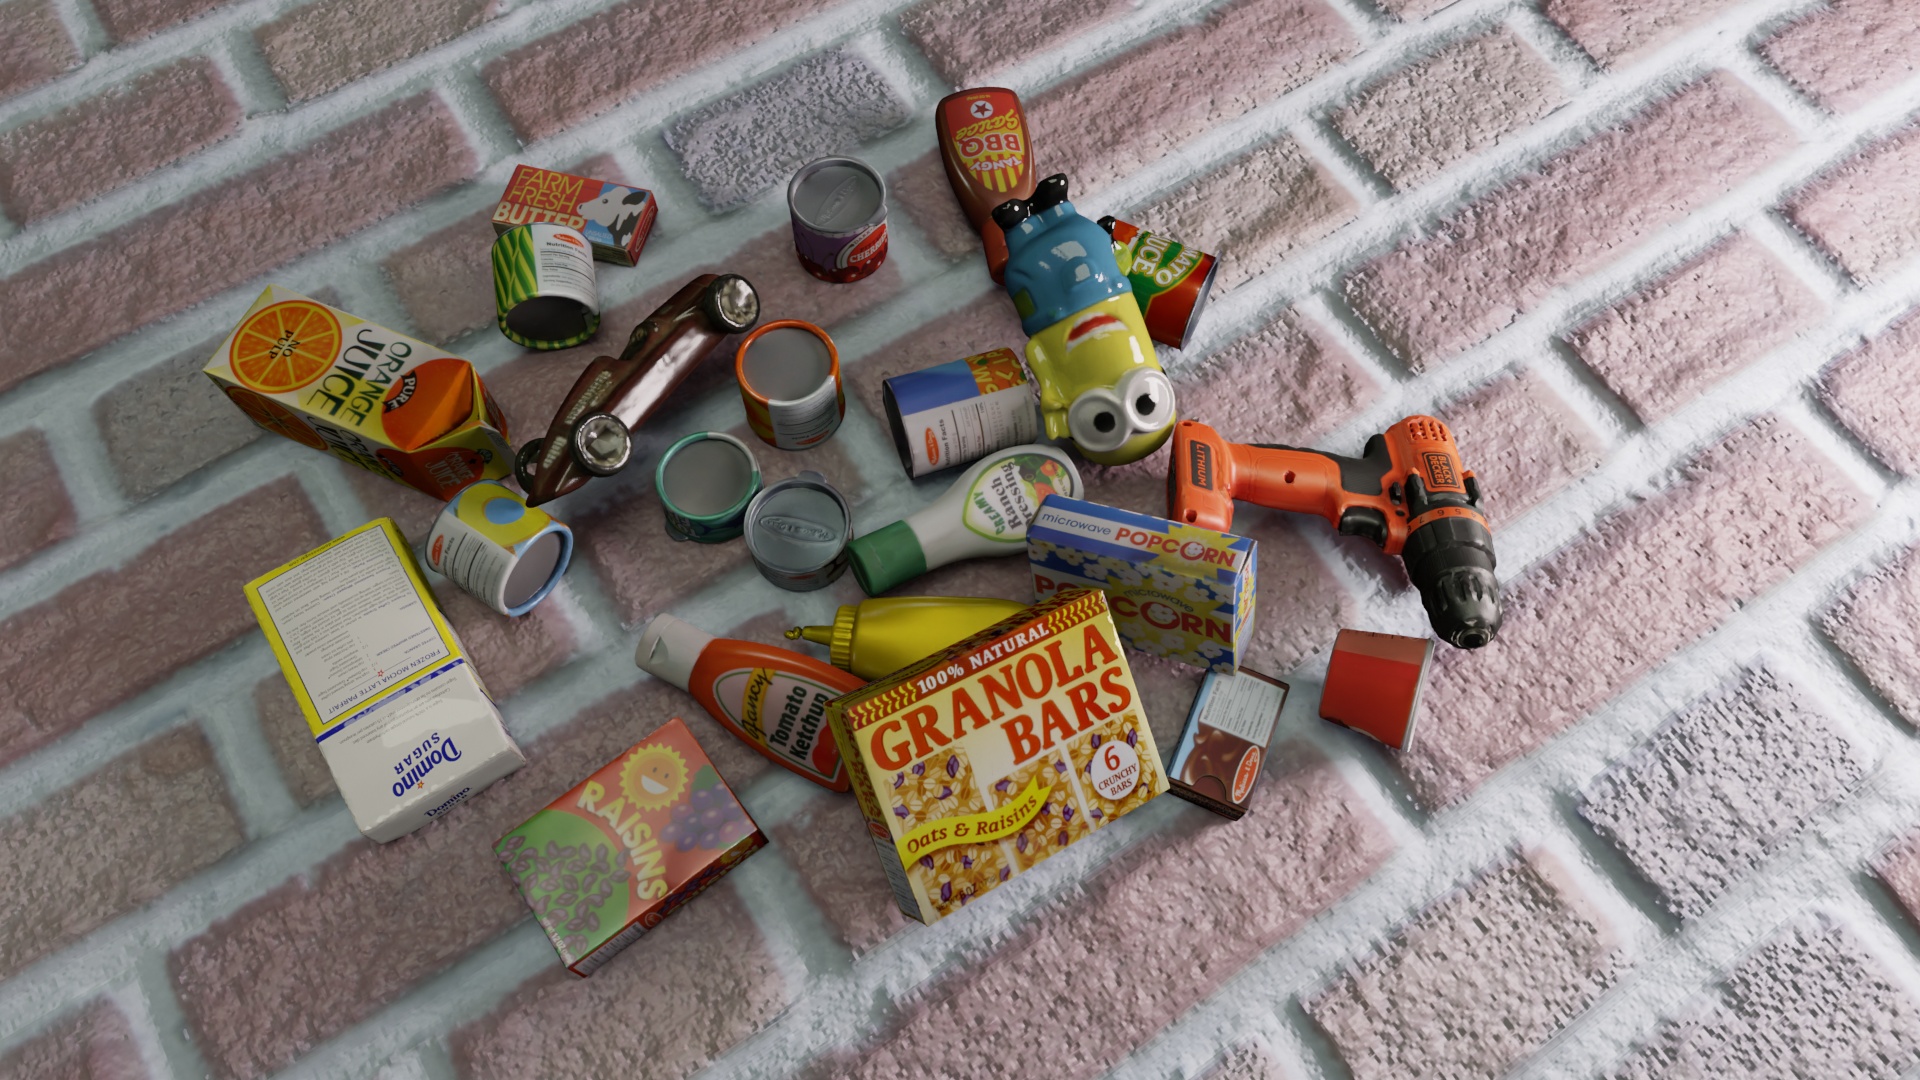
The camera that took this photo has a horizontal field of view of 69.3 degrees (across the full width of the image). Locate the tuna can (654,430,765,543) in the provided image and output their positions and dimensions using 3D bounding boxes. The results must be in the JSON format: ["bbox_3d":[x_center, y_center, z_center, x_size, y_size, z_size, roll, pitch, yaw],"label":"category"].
[{"bbox_3d":[-0.160,-0.033,0.877,0.071,0.032,0.071,0,64,-1],"label":"tuna can"}]

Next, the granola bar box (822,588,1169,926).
[{"bbox_3d":[0.022,0.113,0.756,0.166,0.039,0.124,-23,98,-27],"label":"granola bar box"}]

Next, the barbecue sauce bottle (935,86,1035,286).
[{"bbox_3d":[0.025,-0.249,0.976,0.065,0.043,0.149,-9,65,-5],"label":"barbecue sauce bottle"}]

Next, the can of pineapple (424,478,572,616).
[{"bbox_3d":[-0.277,0.004,0.842,0.058,0.070,0.071,30,68,12],"label":"can of pineapple"}]

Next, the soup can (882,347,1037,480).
[{"bbox_3d":[-0.002,-0.083,0.885,0.084,0.071,0.071,-17,66,-9],"label":"soup can"}]

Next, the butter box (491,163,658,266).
[{"bbox_3d":[-0.271,-0.228,0.974,0.103,0.024,0.053,13,66,6],"label":"butter box"}]

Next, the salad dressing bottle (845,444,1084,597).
[{"bbox_3d":[0.003,-0.011,0.854,0.148,0.044,0.064,-25,89,-16],"label":"salad dressing bottle"}]

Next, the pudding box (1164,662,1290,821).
[{"bbox_3d":[0.154,0.115,0.811,0.050,0.030,0.084,22,66,8],"label":"pudding box"}]

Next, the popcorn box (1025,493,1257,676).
[{"bbox_3d":[0.105,0.025,0.806,0.127,0.084,0.038,14,52,21],"label":"popcorn box"}]

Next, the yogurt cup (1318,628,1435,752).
[{"bbox_3d":[0.241,0.084,0.807,0.054,0.072,0.072,14,65,20],"label":"yogurt cup"}]

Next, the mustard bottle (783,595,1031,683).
[{"bbox_3d":[-0.025,0.062,0.823,0.160,0.048,0.065,7,78,4],"label":"mustard bottle"}]

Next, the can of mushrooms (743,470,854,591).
[{"bbox_3d":[-0.099,-0.006,0.865,0.071,0.033,0.071,0,65,0],"label":"can of mushrooms"}]

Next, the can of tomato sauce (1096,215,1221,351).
[{"bbox_3d":[0.123,-0.173,0.926,0.083,0.071,0.071,23,67,11],"label":"can of tomato sauce"}]

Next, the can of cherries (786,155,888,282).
[{"bbox_3d":[-0.081,-0.218,0.952,0.071,0.058,0.072,0,64,-1],"label":"can of cherries"}]

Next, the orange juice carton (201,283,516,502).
[{"bbox_3d":[-0.364,-0.086,0.880,0.193,0.071,0.073,21,67,10],"label":"orange juice carton"}]

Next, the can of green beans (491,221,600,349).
[{"bbox_3d":[-0.275,-0.168,0.923,0.071,0.071,0.058,-11,66,-5],"label":"can of green beans"}]

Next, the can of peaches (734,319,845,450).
[{"bbox_3d":[-0.111,-0.102,0.897,0.071,0.057,0.071,0,65,0],"label":"can of peaches"}]

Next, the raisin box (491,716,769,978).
[{"bbox_3d":[-0.183,0.170,0.778,0.124,0.040,0.086,-35,69,-14],"label":"raisin box"}]

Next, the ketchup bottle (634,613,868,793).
[{"bbox_3d":[-0.117,0.089,0.811,0.149,0.043,0.064,24,96,11],"label":"ketchup bottle"}]
